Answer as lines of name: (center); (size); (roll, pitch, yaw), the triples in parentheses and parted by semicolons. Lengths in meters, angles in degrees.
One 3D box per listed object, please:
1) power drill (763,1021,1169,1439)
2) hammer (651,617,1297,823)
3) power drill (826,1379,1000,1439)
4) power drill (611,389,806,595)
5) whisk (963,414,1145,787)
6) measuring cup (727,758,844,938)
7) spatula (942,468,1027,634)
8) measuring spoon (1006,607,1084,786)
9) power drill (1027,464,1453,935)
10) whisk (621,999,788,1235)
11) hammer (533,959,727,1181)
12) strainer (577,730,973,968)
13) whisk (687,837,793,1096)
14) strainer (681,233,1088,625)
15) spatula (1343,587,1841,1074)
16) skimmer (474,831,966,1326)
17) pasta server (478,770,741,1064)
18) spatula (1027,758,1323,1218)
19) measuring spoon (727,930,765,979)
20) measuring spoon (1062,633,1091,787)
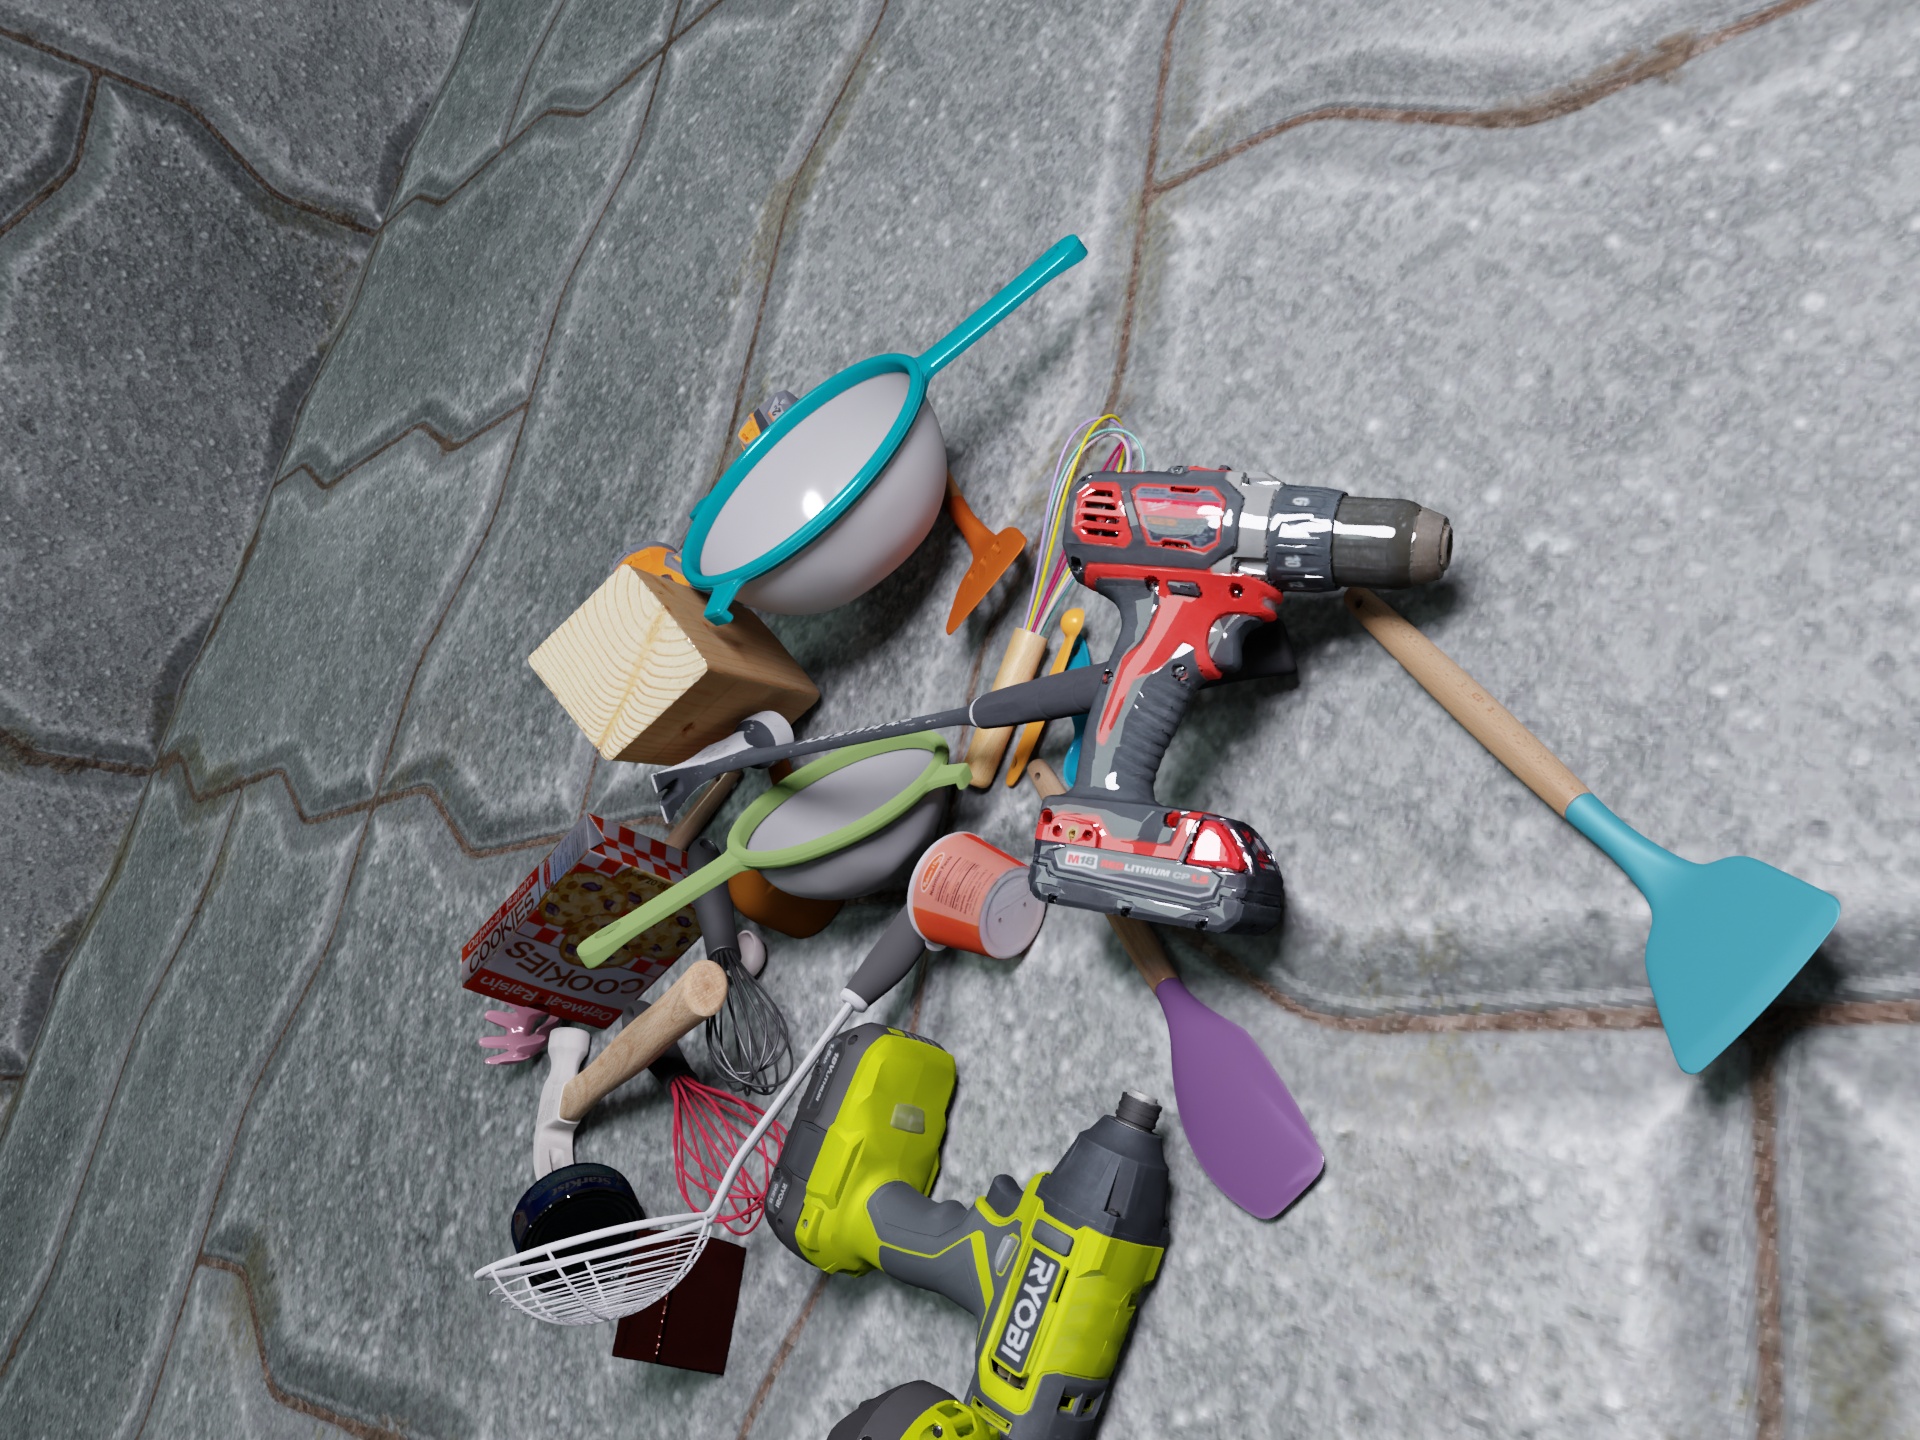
power drill: (0.006, 0.246, 0.821); (0.223, 0.080, 0.171); (14, 81, 49)
hammer: (-0.001, -0.003, 0.919); (0.409, 0.149, 0.036); (-12, 100, 30)
power drill: (0.041, 0.392, 0.650); (0.229, 0.080, 0.190); (11, 87, 34)
power drill: (-0.178, -0.132, 1.239); (0.226, 0.084, 0.164); (-43, 39, 14)
whisk: (0.055, -0.073, 0.986); (0.047, 0.051, 0.245); (12, -81, -85)
measuring cup: (-0.130, 0.070, 1.104); (0.095, 0.052, 0.174); (-46, 42, 22)
spatula: (-0.017, -0.169, 1.125); (0.081, 0.041, 0.323); (-49, 38, 19)
measuring spoon: (0.048, -0.015, 0.965); (0.117, 0.011, 0.021); (-68, 18, 5)
power drill: (0.131, -0.012, 0.773); (0.188, 0.080, 0.227); (7, 85, 25)
whisk: (-0.178, 0.250, 1.055); (0.073, 0.073, 0.296); (-63, 30, 0)
hammer: (-0.231, 0.233, 1.078); (0.331, 0.031, 0.130); (-42, 39, 50)
strainer: (-0.108, 0.097, 0.980); (0.256, 0.069, 0.151); (-31, 19, -14)
whisk: (-0.154, 0.158, 1.062); (0.055, 0.055, 0.239); (-49, 36, 19)
strainer: (-0.033, -0.181, 1.067); (0.340, 0.095, 0.211); (-38, 29, 9)
spatula: (0.248, 0.018, 0.691); (0.082, 0.044, 0.318); (-58, 35, 20)
skimmer: (-0.121, 0.192, 0.910); (0.363, 0.090, 0.127); (-52, -10, -18)
pasta server: (-0.272, 0.152, 1.240); (0.316, 0.040, 0.060); (-51, 44, 15)
spatula: (0.096, 0.123, 0.831); (0.059, 0.018, 0.316); (-50, 40, 19)
measuring spoon: (-0.172, 0.184, 1.124); (0.124, 0.018, 0.034); (-38, 46, 40)
measuring spoon: (0.078, -0.005, 0.937); (0.042, 0.021, 0.129); (-39, 34, 28)
